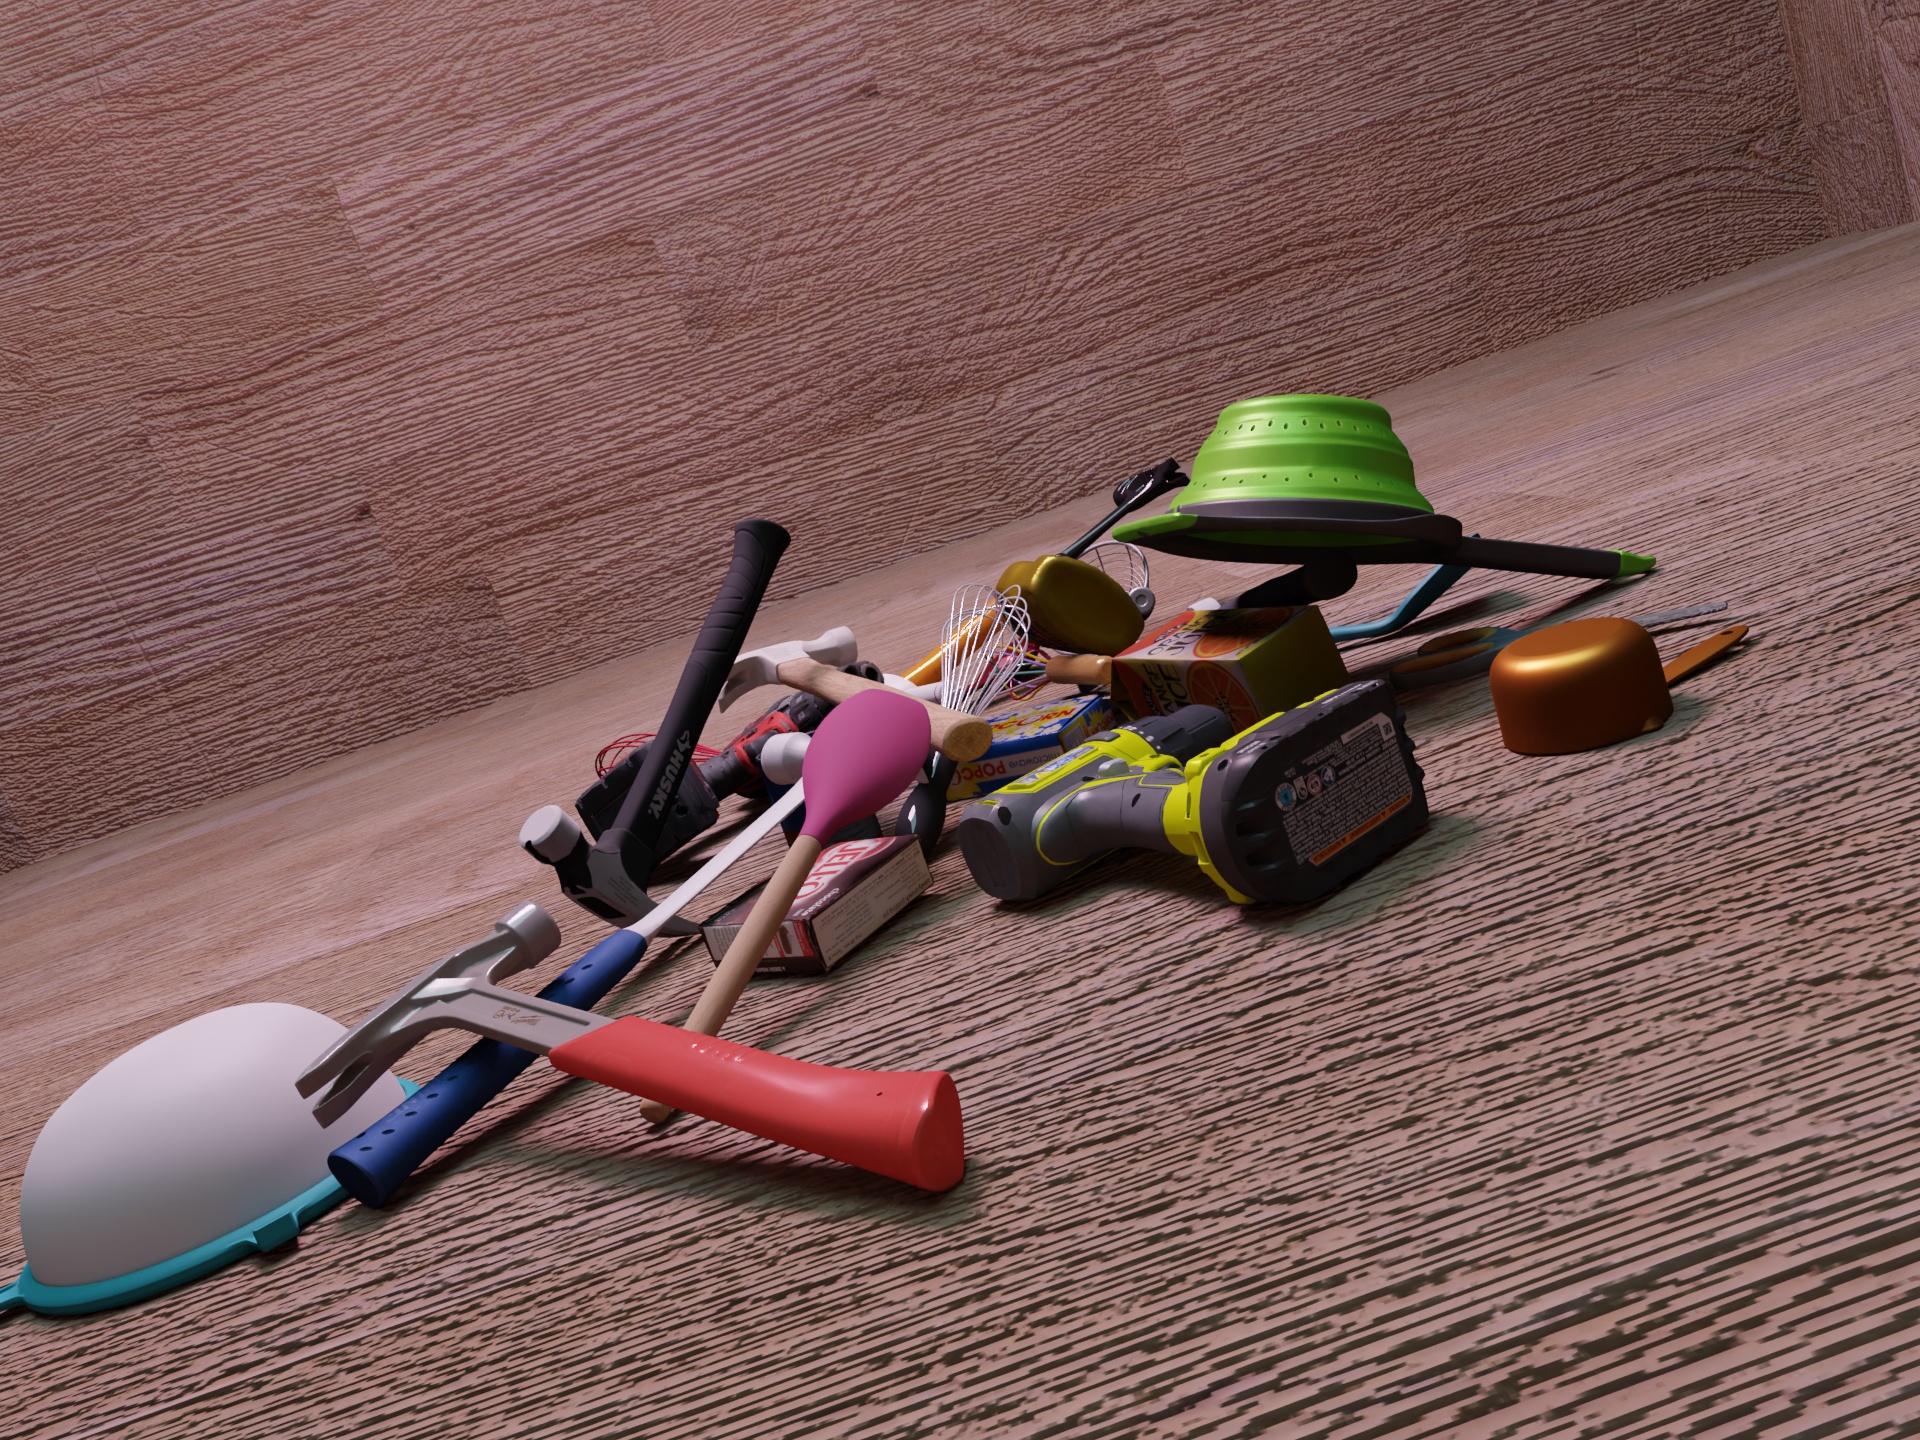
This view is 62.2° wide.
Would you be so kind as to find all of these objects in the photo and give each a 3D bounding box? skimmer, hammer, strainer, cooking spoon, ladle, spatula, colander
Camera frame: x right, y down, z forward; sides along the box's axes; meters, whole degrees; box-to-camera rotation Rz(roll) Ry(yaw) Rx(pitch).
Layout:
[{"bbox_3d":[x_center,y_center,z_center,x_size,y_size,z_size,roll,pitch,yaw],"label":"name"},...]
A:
[{"bbox_3d":[0.124,-0.114,1.402,0.127,0.090,0.363,-52,-1,3],"label":"skimmer"},{"bbox_3d":[0.069,-0.124,1.453,0.337,0.034,0.127,-41,9,-14],"label":"hammer"},{"bbox_3d":[-0.146,0.154,0.699,0.359,0.036,0.149,4,35,42],"label":"hammer"},{"bbox_3d":[-0.173,0.116,0.888,0.144,0.035,0.405,-6,27,43],"label":"hammer"},{"bbox_3d":[-0.074,-0.017,1.110,0.130,0.031,0.331,-16,18,-25],"label":"hammer"},{"bbox_3d":[-0.044,-0.018,1.302,0.087,0.050,0.258,-23,5,-19],"label":"strainer"},{"bbox_3d":[-0.177,-0.009,1.073,0.035,0.146,0.335,-11,45,33],"label":"hammer"},{"bbox_3d":[-0.392,0.193,0.902,0.211,0.095,0.340,-17,13,13],"label":"strainer"},{"bbox_3d":[-0.091,0.084,0.854,0.069,0.017,0.319,17,45,11],"label":"cooking spoon"},{"bbox_3d":[0.192,-0.076,1.191,0.149,0.036,0.409,-24,0,-11],"label":"hammer"},{"bbox_3d":[-0.021,-0.009,1.437,0.069,0.031,0.315,-23,8,44],"label":"ladle"},{"bbox_3d":[0.246,-0.064,1.215,0.317,0.044,0.082,-18,-13,16],"label":"spatula"},{"bbox_3d":[0.300,-0.154,1.066,0.397,0.094,0.204,3,0,-19],"label":"colander"}]

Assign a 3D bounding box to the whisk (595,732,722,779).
[{"bbox_3d":[-0.226,0.040,1.473,0.296,0.073,0.073,-6,16,32],"label":"whisk"}]

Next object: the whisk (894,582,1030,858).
[{"bbox_3d":[-0.003,-0.004,1.115,0.070,0.070,0.285,-13,36,28],"label":"whisk"}]

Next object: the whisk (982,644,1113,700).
[{"bbox_3d":[0.072,-0.037,1.251,0.051,0.047,0.245,0,2,-18],"label":"whisk"}]

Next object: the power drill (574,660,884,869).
[{"bbox_3d":[-0.174,0.030,1.271,0.188,0.080,0.226,-35,-3,38],"label":"power drill"}]

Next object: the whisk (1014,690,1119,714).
[{"bbox_3d":[0.008,0.011,1.247,0.239,0.055,0.055,-13,12,10],"label":"whisk"}]

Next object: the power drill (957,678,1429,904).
[{"bbox_3d":[0.131,0.034,0.853,0.190,0.080,0.228,-26,11,-32],"label":"power drill"}]

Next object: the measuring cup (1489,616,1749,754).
[{"bbox_3d":[0.364,-0.038,0.865,0.173,0.052,0.095,-26,13,-21],"label":"measuring cup"}]
